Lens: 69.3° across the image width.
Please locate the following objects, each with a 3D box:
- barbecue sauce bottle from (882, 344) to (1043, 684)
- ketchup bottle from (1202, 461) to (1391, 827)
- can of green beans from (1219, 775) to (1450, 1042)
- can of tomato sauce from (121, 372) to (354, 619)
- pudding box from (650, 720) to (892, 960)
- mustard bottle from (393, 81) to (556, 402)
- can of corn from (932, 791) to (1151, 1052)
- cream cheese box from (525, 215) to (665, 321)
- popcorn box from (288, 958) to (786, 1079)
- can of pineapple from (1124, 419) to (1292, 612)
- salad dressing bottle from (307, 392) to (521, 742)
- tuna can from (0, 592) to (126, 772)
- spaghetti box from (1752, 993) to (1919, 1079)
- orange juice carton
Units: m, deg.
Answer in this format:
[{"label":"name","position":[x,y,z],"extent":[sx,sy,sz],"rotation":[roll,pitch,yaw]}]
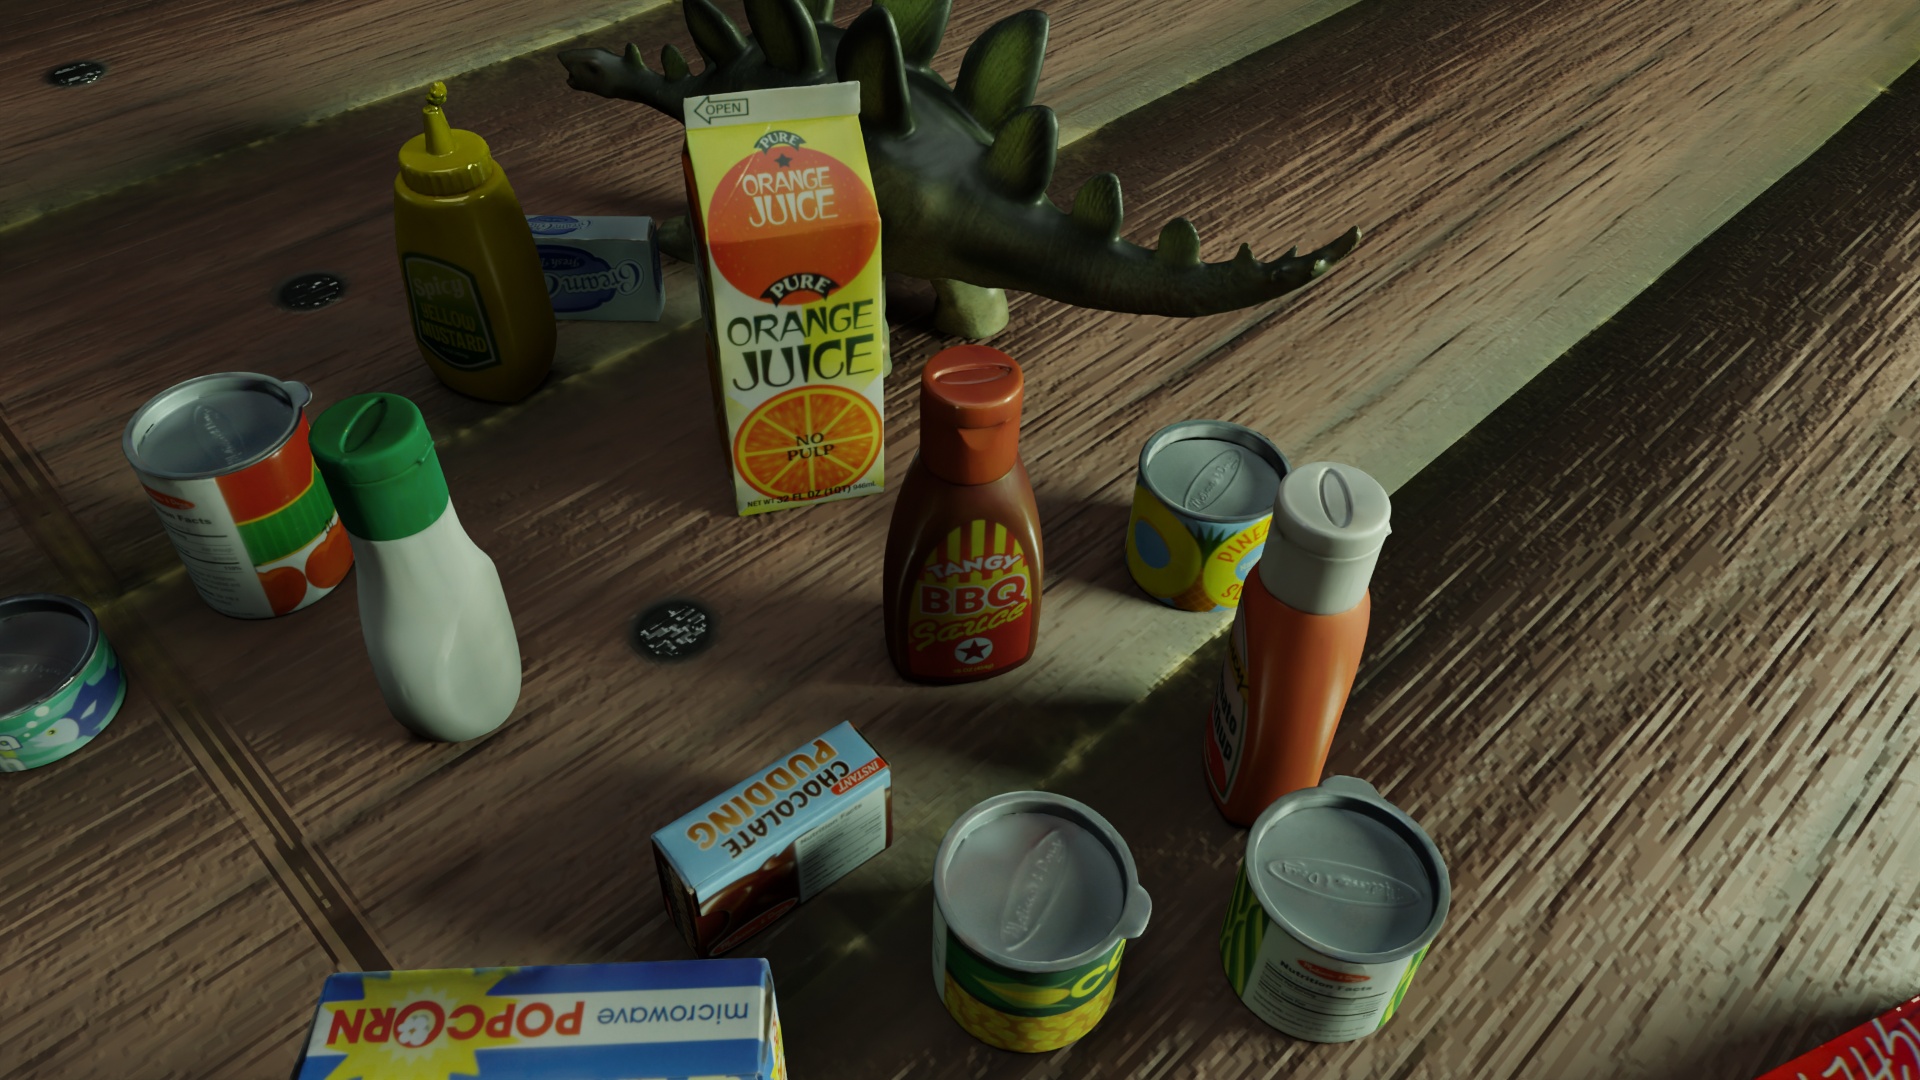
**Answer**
[{"label":"barbecue sauce bottle","position":[0.002,-0.007,0.538],"extent":[0.065,0.147,0.044],"rotation":[-7,46,-10]},{"label":"ketchup bottle","position":[0.119,0.038,0.497],"extent":[0.043,0.148,0.065],"rotation":[3,45,0]},{"label":"can of green beans","position":[0.125,0.127,0.472],"extent":[0.071,0.057,0.071],"rotation":[1,45,-1]},{"label":"can of tomato sauce","position":[-0.298,-0.019,0.583],"extent":[0.071,0.082,0.071],"rotation":[1,45,-1]},{"label":"pudding box","position":[-0.064,0.106,0.491],"extent":[0.084,0.049,0.030],"rotation":[-29,53,-28]},{"label":"mustard bottle","position":[-0.234,-0.140,0.653],"extent":[0.065,0.159,0.049],"rotation":[15,46,13]},{"label":"can of corn","position":[0.026,0.129,0.465],"extent":[0.071,0.058,0.071],"rotation":[1,45,-1]},{"label":"cream cheese box","position":[-0.211,-0.144,0.734],"extent":[0.104,0.053,0.024],"rotation":[0,45,-2]},{"label":"popcorn box","position":[-0.116,0.162,0.407],"extent":[0.127,0.084,0.038],"rotation":[-1,45,-4]},{"label":"can of pineapple","position":[0.109,-0.010,0.609],"extent":[0.071,0.057,0.071],"rotation":[1,45,-1]},{"label":"salad dressing bottle","position":[-0.198,0.013,0.509],"extent":[0.044,0.146,0.064],"rotation":[6,45,4]},{"label":"tuna can","position":[-0.366,0.057,0.539],"extent":[0.071,0.032,0.071],"rotation":[1,45,-1]},{"label":"spaghetti box","position":[0.253,0.183,0.426],"extent":[0.251,0.049,0.029],"rotation":[-16,48,-18]},{"label":"orange juice carton","position":[-0.076,-0.108,0.605],"extent":[0.072,0.191,0.073],"rotation":[-10,46,-12]}]
